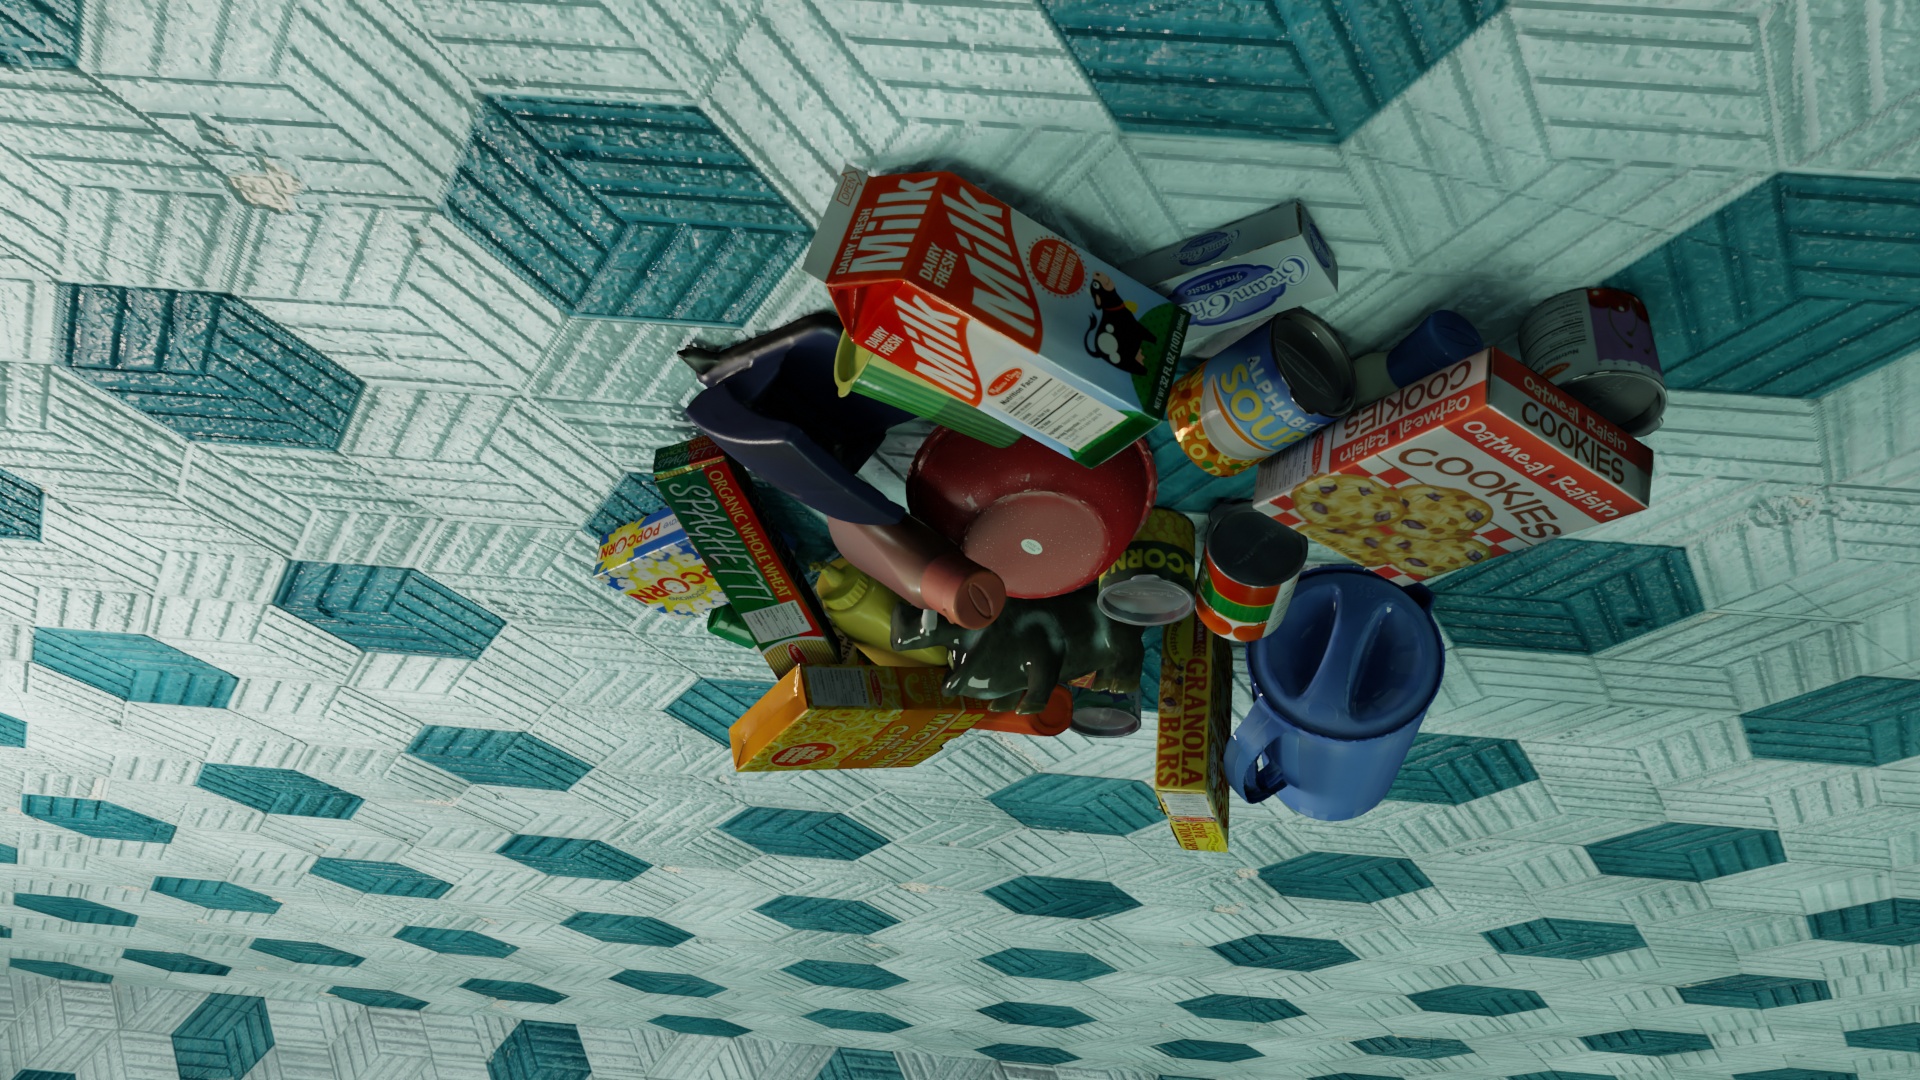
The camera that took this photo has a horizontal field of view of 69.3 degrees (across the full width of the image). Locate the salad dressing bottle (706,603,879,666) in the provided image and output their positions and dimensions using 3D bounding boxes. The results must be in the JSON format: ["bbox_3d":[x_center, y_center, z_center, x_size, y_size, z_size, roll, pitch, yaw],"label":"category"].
[{"bbox_3d":[-0.127,0.084,1.104,0.147,0.064,0.044,25,160,-20],"label":"salad dressing bottle"}]

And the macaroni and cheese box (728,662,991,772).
[{"bbox_3d":[-0.077,0.140,1.081,0.167,0.040,0.123,6,148,-35],"label":"macaroni and cheese box"}]

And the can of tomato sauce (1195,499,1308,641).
[{"bbox_3d":[0.193,0.021,0.942,0.071,0.071,0.082,3,150,4],"label":"can of tomato sauce"}]

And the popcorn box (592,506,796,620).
[{"bbox_3d":[-0.194,0.013,1.014,0.126,0.038,0.085,-19,143,35],"label":"popcorn box"}]

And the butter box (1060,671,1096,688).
[{"bbox_3d":[0.064,0.092,1.120,0.103,0.024,0.053,10,150,-8],"label":"butter box"}]

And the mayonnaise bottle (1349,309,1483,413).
[{"bbox_3d":[0.237,-0.075,0.798,0.065,0.041,0.147,16,147,-17],"label":"mayonnaise bottle"}]

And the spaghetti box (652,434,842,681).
[{"bbox_3d":[-0.141,0.019,0.957,0.050,0.029,0.248,-15,140,5],"label":"spaghetti box"}]

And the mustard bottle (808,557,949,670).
[{"bbox_3d":[-0.064,0.052,1.049,0.065,0.049,0.160,-9,146,29],"label":"mustard bottle"}]

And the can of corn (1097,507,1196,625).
[{"bbox_3d":[0.128,0.016,0.950,0.071,0.058,0.070,4,149,3],"label":"can of corn"}]

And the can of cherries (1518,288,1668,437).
[{"bbox_3d":[0.336,-0.091,0.739,0.071,0.059,0.071,4,148,2],"label":"can of cherries"}]

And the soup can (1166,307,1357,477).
[{"bbox_3d":[0.165,-0.079,0.772,0.071,0.071,0.083,24,145,-27],"label":"soup can"}]

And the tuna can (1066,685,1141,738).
[{"bbox_3d":[0.119,0.141,1.186,0.071,0.033,0.070,4,149,2],"label":"tuna can"}]

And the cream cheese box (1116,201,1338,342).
[{"bbox_3d":[0.139,-0.137,0.726,0.103,0.024,0.053,-15,145,31],"label":"cream cheese box"}]

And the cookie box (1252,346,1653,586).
[{"bbox_3d":[0.264,-0.035,0.760,0.123,0.040,0.167,25,152,-23],"label":"cookie box"}]

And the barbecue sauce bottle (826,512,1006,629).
[{"bbox_3d":[-0.027,0.013,0.850,0.149,0.044,0.064,30,156,54],"label":"barbecue sauce bottle"}]

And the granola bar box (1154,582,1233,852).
[{"bbox_3d":[0.175,0.131,1.031,0.039,0.166,0.123,-3,148,17],"label":"granola bar box"}]

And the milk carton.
[{"bbox_3d":[0.015,-0.118,0.706,0.190,0.072,0.073,26,153,-17],"label":"milk carton"}]

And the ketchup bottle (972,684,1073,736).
[{"bbox_3d":[0.017,0.136,1.153,0.148,0.043,0.065,-1,173,39],"label":"ketchup bottle"}]

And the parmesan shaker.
[{"bbox_3d":[-0.011,-0.095,0.773,0.103,0.071,0.071,20,146,-23],"label":"parmesan shaker"}]
